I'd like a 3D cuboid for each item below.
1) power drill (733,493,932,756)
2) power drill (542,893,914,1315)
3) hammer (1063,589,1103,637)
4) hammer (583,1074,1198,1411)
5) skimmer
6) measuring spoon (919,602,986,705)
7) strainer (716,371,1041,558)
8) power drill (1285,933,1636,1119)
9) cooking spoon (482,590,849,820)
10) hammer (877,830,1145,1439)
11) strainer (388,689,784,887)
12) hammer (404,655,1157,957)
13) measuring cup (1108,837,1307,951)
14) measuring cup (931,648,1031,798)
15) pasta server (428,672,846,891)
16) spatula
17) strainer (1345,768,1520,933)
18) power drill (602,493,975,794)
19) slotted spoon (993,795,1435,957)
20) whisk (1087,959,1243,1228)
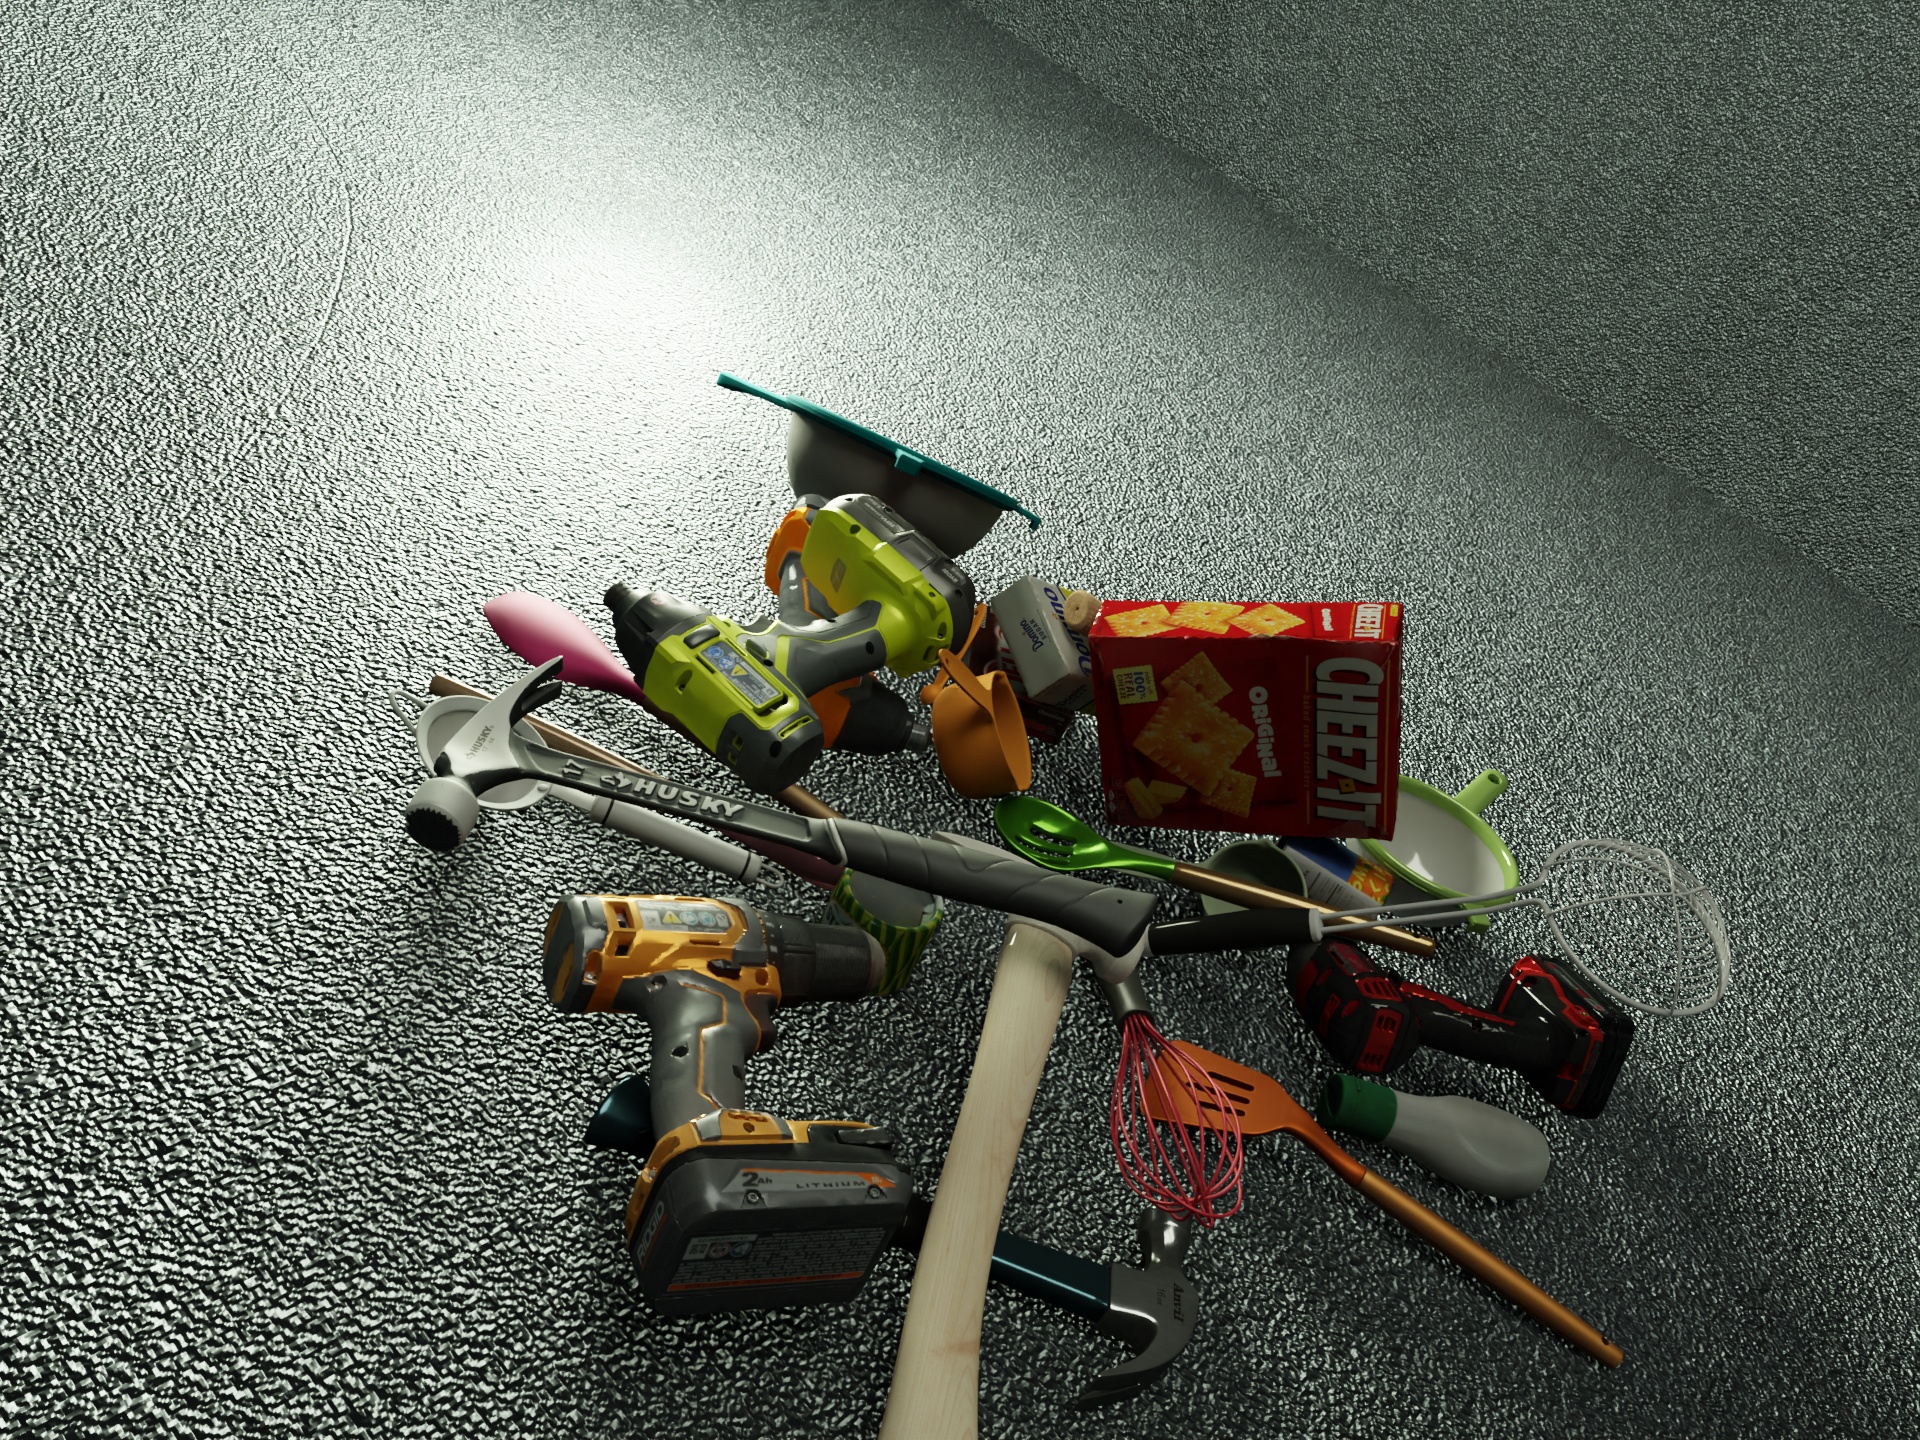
[{"bbox_3d":[-0.087,-0.063,1.180,0.164,0.084,0.227,22,37,-8],"label":"power drill"},{"bbox_3d":[-0.097,0.173,0.787,0.185,0.084,0.226,8,31,-31],"label":"power drill"},{"bbox_3d":[0.202,-0.024,1.280,0.331,0.031,0.130,26,30,-39],"label":"hammer"},{"bbox_3d":[-0.031,0.255,0.817,0.331,0.033,0.128,22,32,-7],"label":"hammer"},{"bbox_3d":[0.298,0.145,1.034,0.363,0.090,0.127,-9,43,22],"label":"skimmer"},{"bbox_3d":[-0.006,-0.055,1.244,0.011,0.021,0.117,49,48,-25],"label":"measuring spoon"},{"bbox_3d":[-0.111,-0.213,1.366,0.341,0.095,0.210,29,9,35],"label":"strainer"},{"bbox_3d":[0.334,0.200,1.102,0.219,0.078,0.143,12,16,-13],"label":"power drill"},{"bbox_3d":[-0.190,-0.001,1.073,0.319,0.017,0.069,33,34,10],"label":"cooking spoon"},{"bbox_3d":[0.003,0.218,0.811,0.146,0.038,0.411,28,37,-7],"label":"hammer"},{"bbox_3d":[-0.225,0.052,0.957,0.258,0.050,0.087,24,36,-15],"label":"strainer"},{"bbox_3d":[-0.089,0.061,0.901,0.409,0.036,0.149,15,40,1],"label":"hammer"},{"bbox_3d":[0.164,0.117,1.143,0.167,0.038,0.083,14,68,13],"label":"measuring cup"},{"bbox_3d":[-0.002,-0.004,1.101,0.173,0.052,0.095,47,32,-58],"label":"measuring cup"},{"bbox_3d":[-0.188,0.036,1.005,0.316,0.040,0.060,25,-8,1],"label":"pasta server"},{"bbox_3d":[0.259,0.299,0.974,0.322,0.041,0.081,35,33,5],"label":"spatula"},{"bbox_3d":[0.387,0.100,1.297,0.152,0.069,0.256,38,33,20],"label":"strainer"},{"bbox_3d":[-0.110,-0.063,1.052,0.171,0.080,0.223,42,46,15],"label":"power drill"},{"bbox_3d":[0.172,0.114,1.103,0.314,0.031,0.070,16,33,8],"label":"slotted spoon"},{"bbox_3d":[0.109,0.193,0.953,0.073,0.073,0.296,18,21,-15],"label":"whisk"}]
